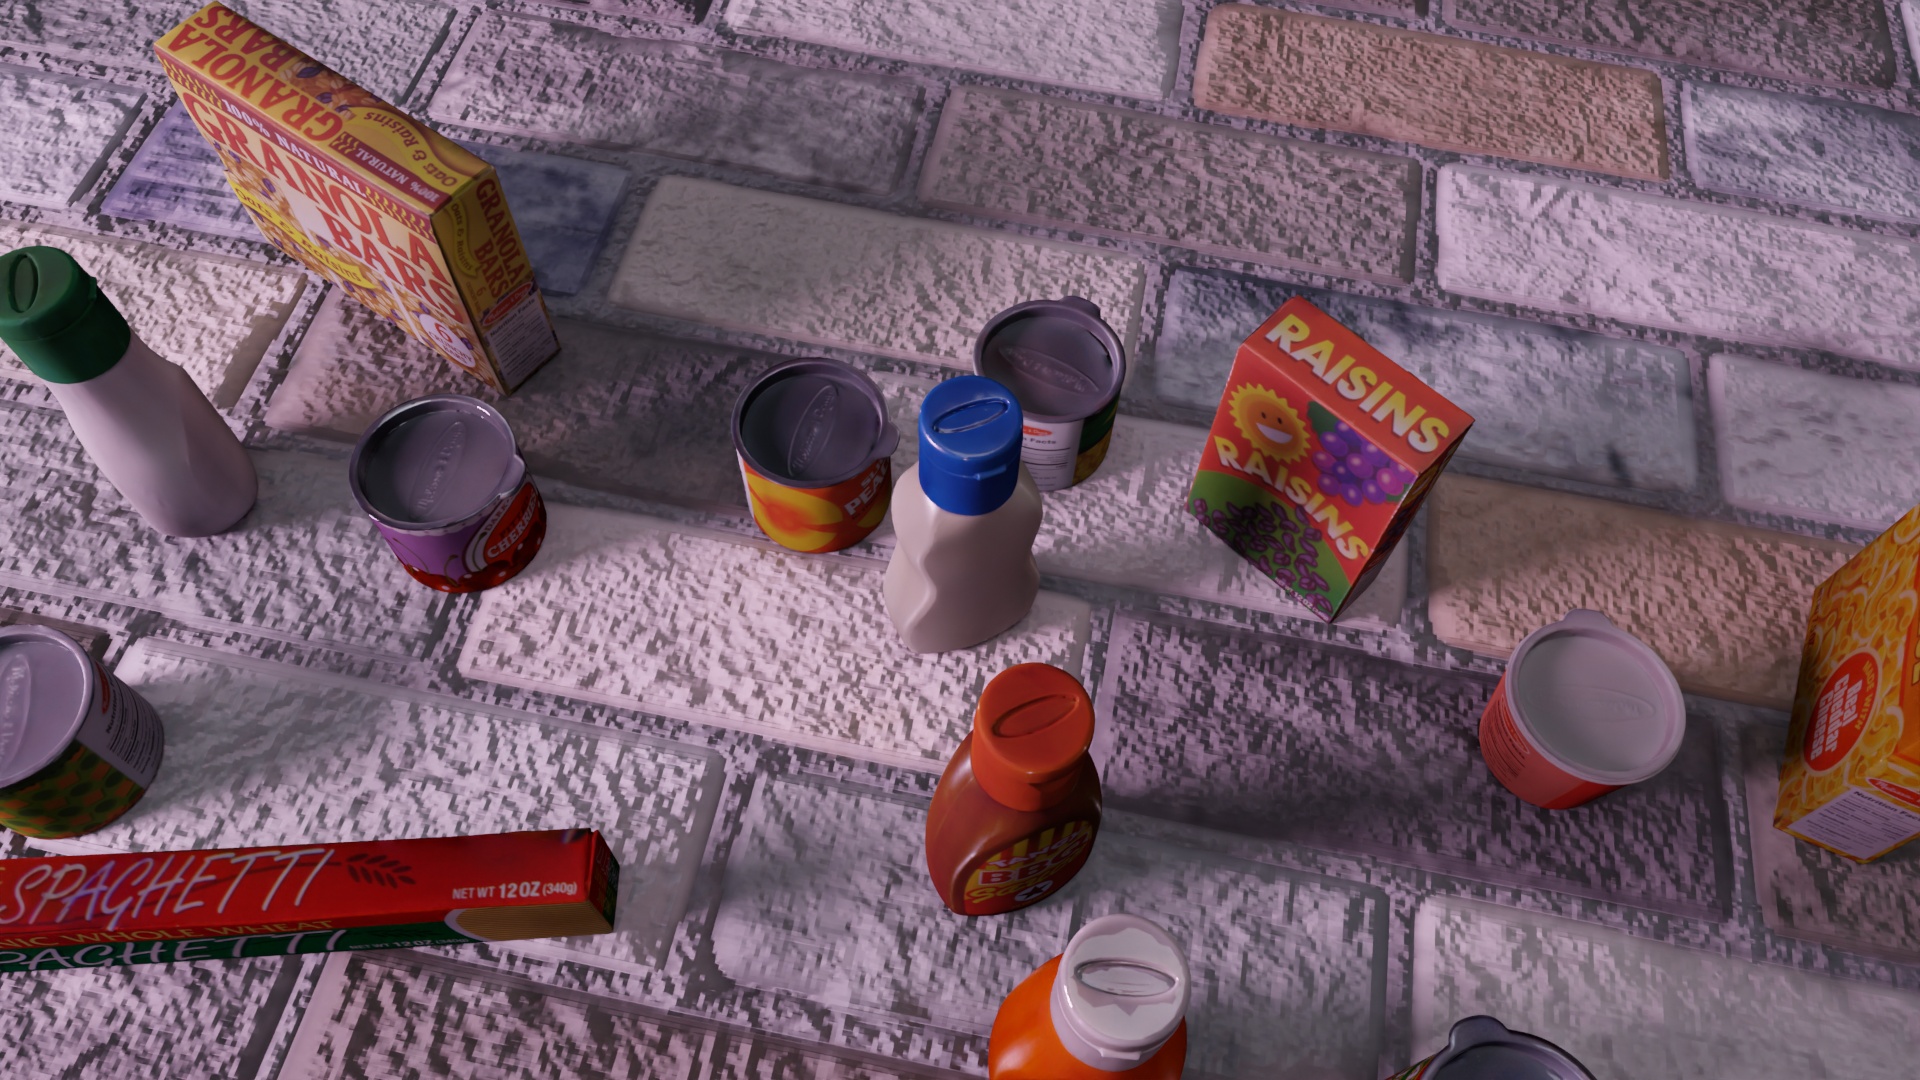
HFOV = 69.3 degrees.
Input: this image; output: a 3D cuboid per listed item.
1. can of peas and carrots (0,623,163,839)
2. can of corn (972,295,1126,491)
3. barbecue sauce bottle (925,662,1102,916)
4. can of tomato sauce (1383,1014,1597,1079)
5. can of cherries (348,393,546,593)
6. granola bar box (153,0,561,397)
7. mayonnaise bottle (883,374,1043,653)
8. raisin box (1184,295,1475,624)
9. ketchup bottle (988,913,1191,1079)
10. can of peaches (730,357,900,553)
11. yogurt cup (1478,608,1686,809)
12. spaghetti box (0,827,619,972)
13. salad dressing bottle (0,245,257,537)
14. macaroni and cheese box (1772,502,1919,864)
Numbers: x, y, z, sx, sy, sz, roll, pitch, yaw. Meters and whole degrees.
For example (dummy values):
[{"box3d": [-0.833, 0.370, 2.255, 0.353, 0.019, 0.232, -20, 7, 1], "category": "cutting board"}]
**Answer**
[{"box3d": [-0.352, 0.074, 0.527, 0.071, 0.058, 0.071, 1, 60, -2], "category": "can of peas and carrots"}, {"box3d": [0.039, -0.066, 0.623, 0.071, 0.058, 0.071, 1, 60, -2], "category": "can of corn"}, {"box3d": [0.020, 0.088, 0.481, 0.065, 0.147, 0.044, -19, 63, -12], "category": "barbecue sauce bottle"}, {"box3d": [0.168, 0.202, 0.459, 0.071, 0.082, 0.071, 1, 60, -2], "category": "can of tomato sauce"}, {"box3d": [-0.212, -0.018, 0.585, 0.071, 0.058, 0.072, 1, 60, -2], "category": "can of cherries"}, {"box3d": [-0.266, -0.149, 0.622, 0.166, 0.123, 0.039, 32, 64, 15], "category": "granola bar box"}, {"box3d": [0.002, -0.007, 0.536, 0.065, 0.147, 0.041, -20, 63, -13], "category": "mayonnaise bottle"}, {"box3d": [0.146, -0.030, 0.569, 0.040, 0.122, 0.086, -40, 69, -21], "category": "raisin box"}, {"box3d": [0.043, 0.157, 0.442, 0.065, 0.148, 0.044, 5, 60, 1], "category": "ketchup bottle"}, {"box3d": [-0.061, -0.035, 0.601, 0.071, 0.057, 0.071, 1, 60, -2], "category": "can of peaches"}, {"box3d": [0.243, 0.073, 0.553, 0.072, 0.053, 0.073, 1, 60, -2], "category": "yogurt cup"}, {"box3d": [-0.254, 0.131, 0.503, 0.250, 0.050, 0.029, -3, 60, -4], "category": "spaghetti box"}, {"box3d": [-0.331, -0.055, 0.551, 0.044, 0.147, 0.064, -14, 62, -10], "category": "salad dressing bottle"}, {"box3d": [0.373, 0.035, 0.515, 0.040, 0.165, 0.124, 23, 62, 11], "category": "macaroni and cheese box"}]
